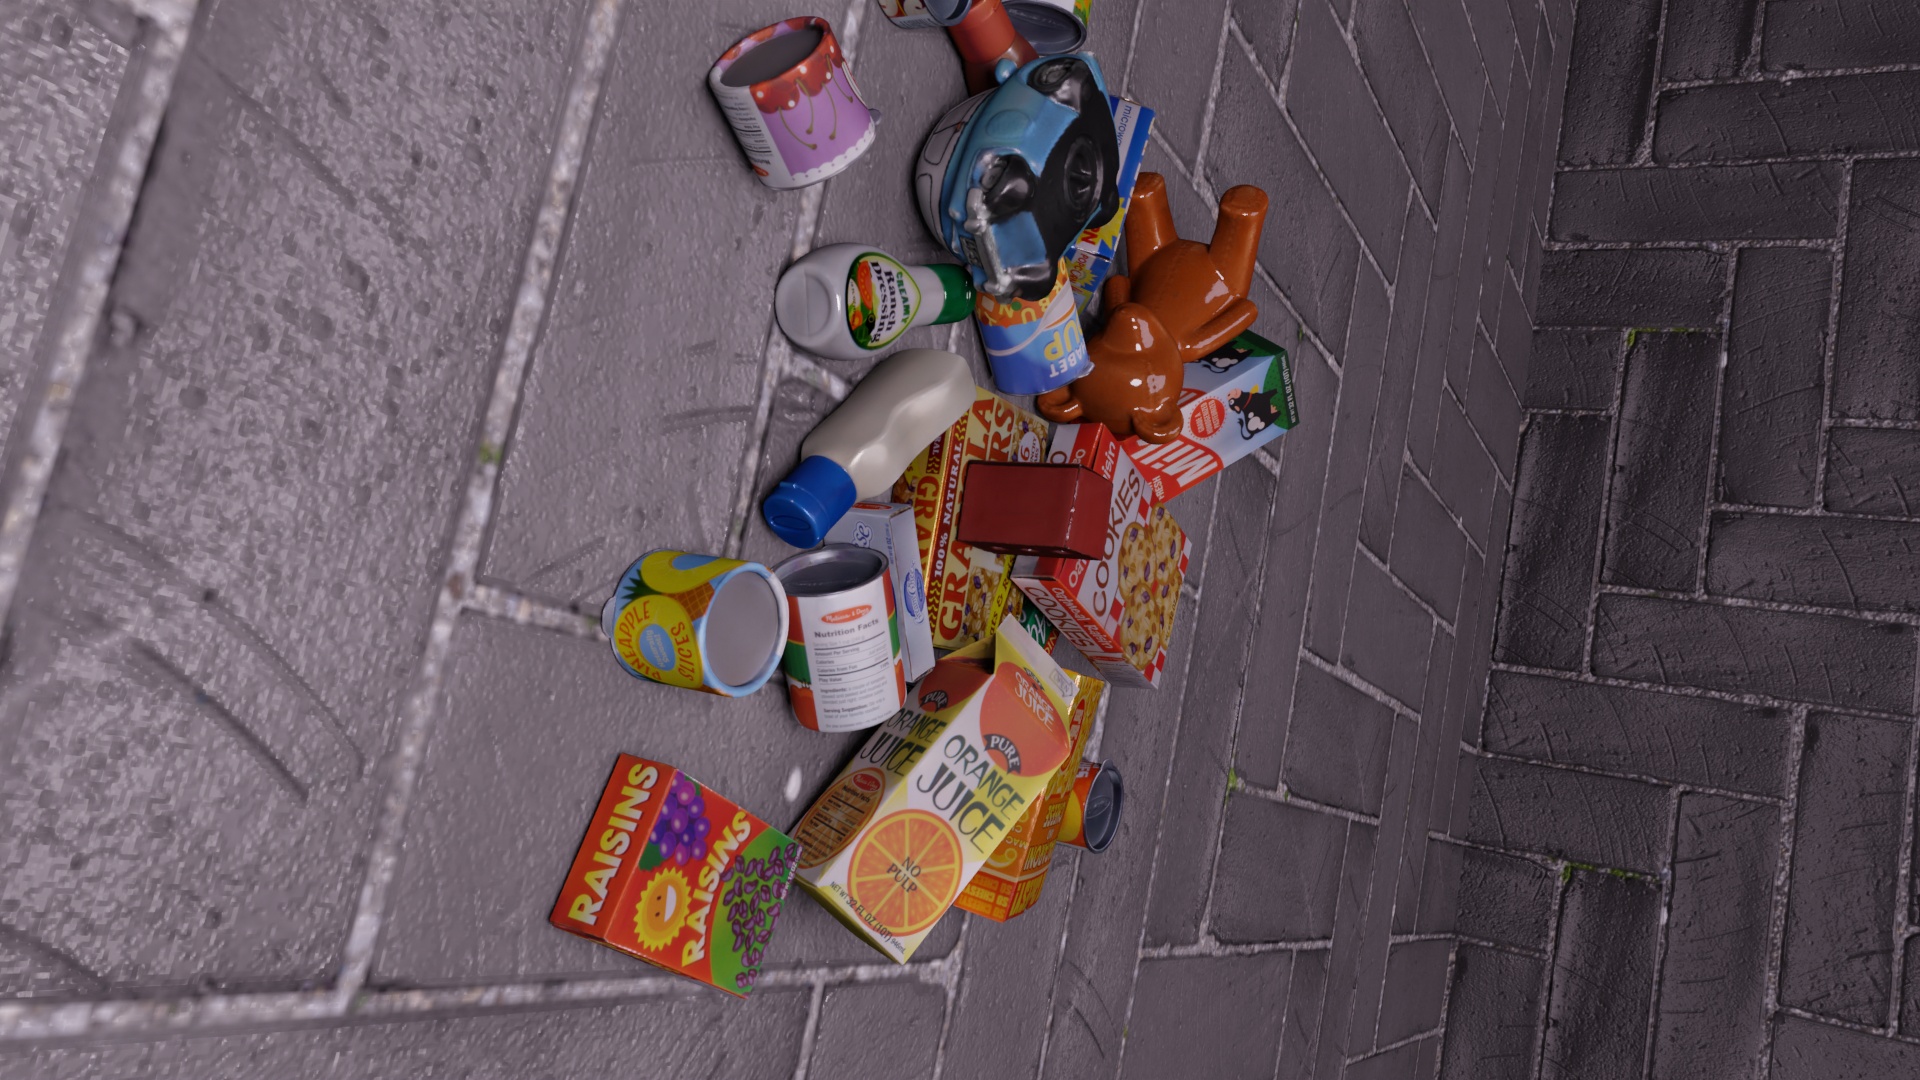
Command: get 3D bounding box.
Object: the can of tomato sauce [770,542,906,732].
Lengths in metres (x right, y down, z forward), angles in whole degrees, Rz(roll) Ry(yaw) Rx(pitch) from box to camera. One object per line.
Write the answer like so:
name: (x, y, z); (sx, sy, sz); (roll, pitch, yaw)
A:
can of tomato sauce: (-0.067, 0.053, 0.762); (0.071, 0.071, 0.082); (-36, 125, -51)

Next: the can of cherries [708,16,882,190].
can of cherries: (-0.081, -0.219, 0.691); (0.072, 0.071, 0.058); (-62, 141, -33)

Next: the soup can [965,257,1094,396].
soup can: (0.046, -0.147, 0.909); (0.072, 0.071, 0.083); (-53, 137, -41)

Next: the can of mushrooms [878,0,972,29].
can of mushrooms: (-0.022, -0.334, 0.804); (0.071, 0.033, 0.071); (-16, 109, -57)

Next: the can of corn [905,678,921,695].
can of corn: (-0.009, 0.119, 0.866); (0.071, 0.071, 0.058); (5, 91, -59)

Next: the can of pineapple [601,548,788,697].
can of pineapple: (-0.126, 0.040, 0.668); (0.071, 0.058, 0.071); (-16, 108, -57)

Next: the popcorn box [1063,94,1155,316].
popcorn box: (0.094, -0.233, 0.967); (0.085, 0.038, 0.127); (121, -13, -71)

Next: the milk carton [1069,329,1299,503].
milk carton: (0.157, -0.086, 1.057); (0.191, 0.073, 0.072); (-30, 127, -13)

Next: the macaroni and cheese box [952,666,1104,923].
macaroni and cheese box: (0.050, 0.168, 0.946); (0.123, 0.040, 0.166); (32, 75, -74)

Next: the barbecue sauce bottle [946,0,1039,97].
barbecue sauce bottle: (0.033, -0.289, 0.892); (0.148, 0.043, 0.065); (53, 48, -48)

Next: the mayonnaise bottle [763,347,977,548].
mayonnaise bottle: (-0.052, -0.054, 0.774); (0.149, 0.065, 0.041); (-50, 133, -38)

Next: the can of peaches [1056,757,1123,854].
can of peaches: (0.082, 0.193, 1.037); (0.071, 0.058, 0.071); (-14, 106, -57)

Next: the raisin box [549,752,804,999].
raisin box: (-0.137, 0.168, 0.690); (0.123, 0.040, 0.086); (50, 54, -52)

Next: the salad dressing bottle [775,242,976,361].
salad dressing bottle: (-0.043, -0.138, 0.790); (0.148, 0.044, 0.064); (-21, 111, -56)

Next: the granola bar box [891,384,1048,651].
granola bar box: (0.003, -0.011, 0.891); (0.124, 0.039, 0.165); (17, 80, -58)

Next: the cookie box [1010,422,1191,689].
cookie box: (0.104, 0.013, 0.973); (0.167, 0.040, 0.123); (46, 53, -45)

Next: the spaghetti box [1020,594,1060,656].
spaghetti box: (0.020, 0.119, 0.950); (0.251, 0.028, 0.050); (-65, 145, -29)

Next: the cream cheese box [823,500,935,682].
cream cheese box: (-0.048, 0.028, 0.800); (0.024, 0.053, 0.103); (-31, 121, -48)

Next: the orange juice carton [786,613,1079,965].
orange juice carton: (-0.010, 0.134, 0.788); (0.193, 0.073, 0.071); (-49, 112, -18)

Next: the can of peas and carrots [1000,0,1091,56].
can of peas and carrots: (0.053, -0.354, 0.895); (0.071, 0.071, 0.059); (24, 74, -58)
